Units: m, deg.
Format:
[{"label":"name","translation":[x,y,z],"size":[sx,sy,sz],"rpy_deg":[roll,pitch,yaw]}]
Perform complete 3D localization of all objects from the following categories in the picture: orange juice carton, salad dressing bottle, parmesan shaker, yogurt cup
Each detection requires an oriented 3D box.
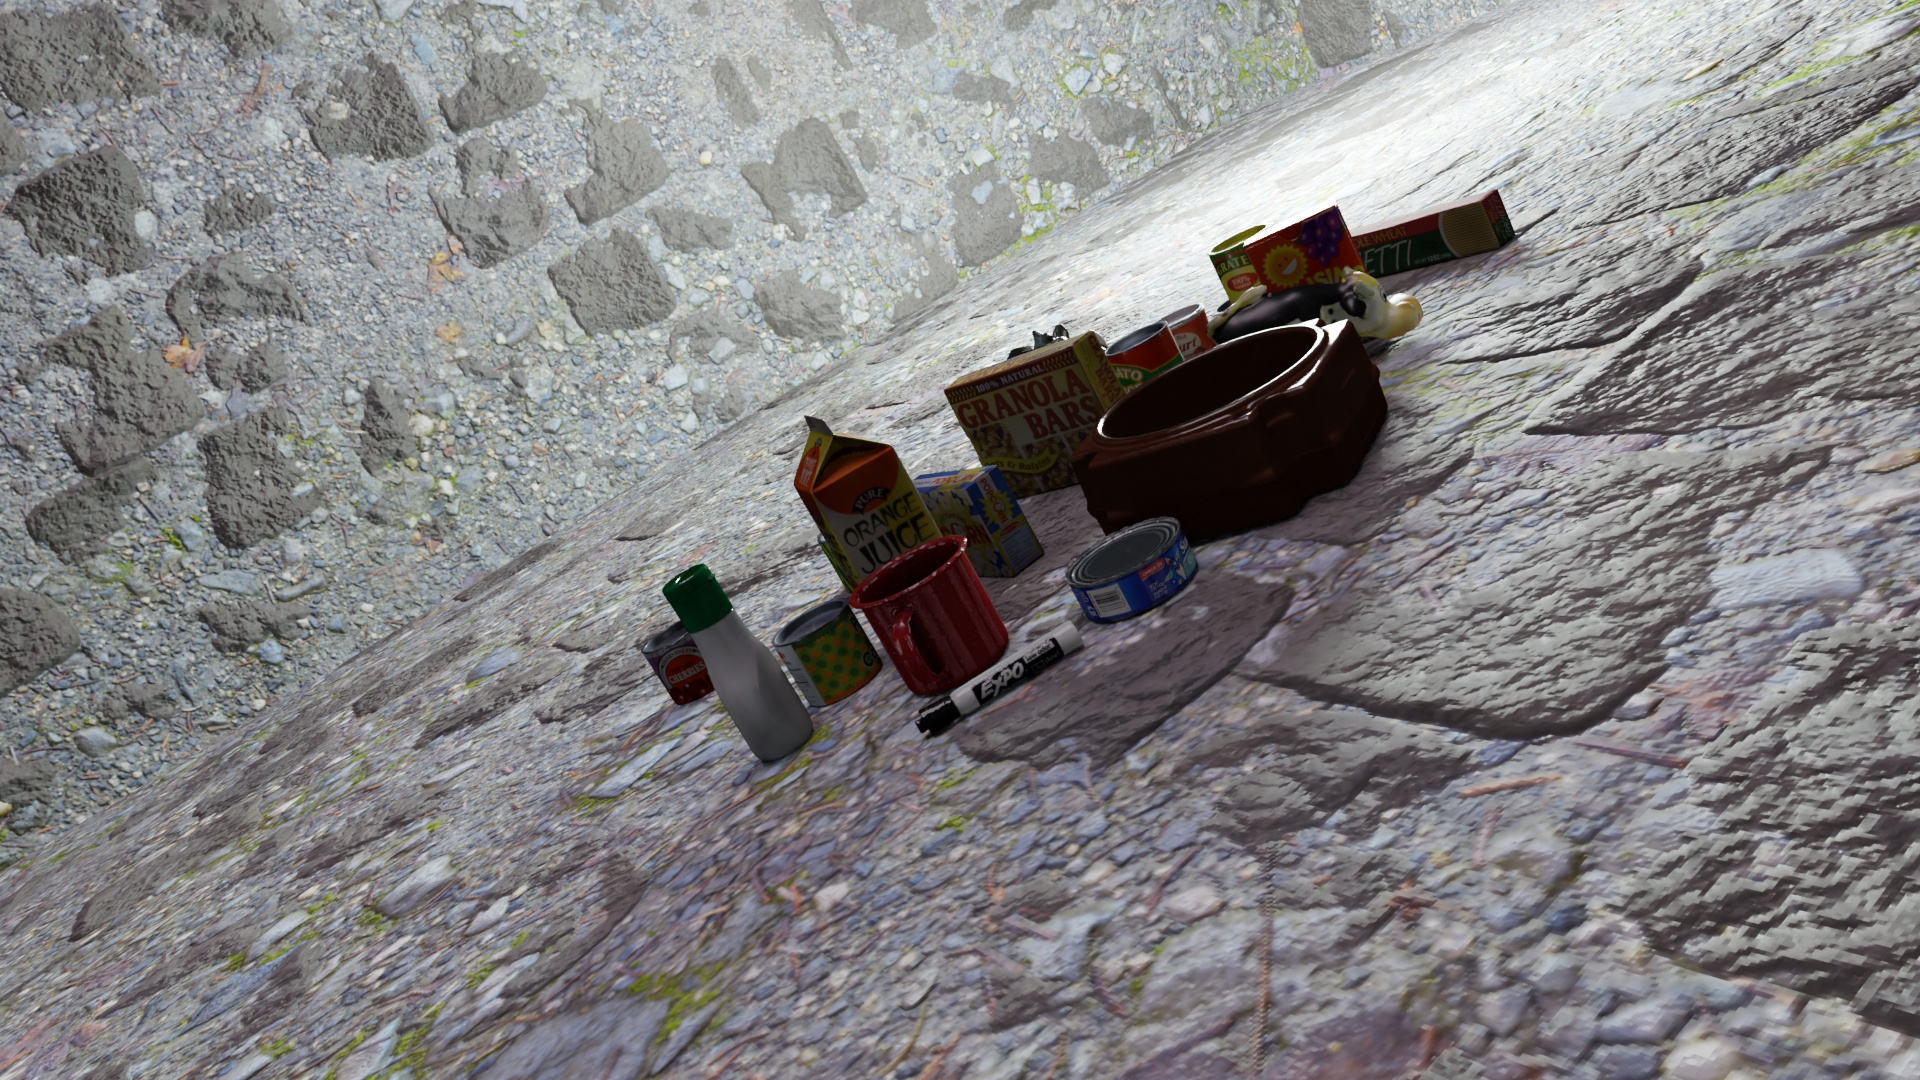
[{"label":"orange juice carton","translation":[-0.065,-0.012,1.061],"size":[0.073,0.192,0.072],"rpy_deg":[-32,15,-11]},{"label":"salad dressing bottle","translation":[-0.160,0.087,0.995],"size":[0.044,0.147,0.064],"rpy_deg":[-25,15,15]},{"label":"parmesan shaker","translation":[0.299,-0.255,1.381],"size":[0.071,0.103,0.071],"rpy_deg":[-27,15,8]},{"label":"yogurt cup","translation":[0.231,-0.208,1.441],"size":[0.072,0.054,0.072],"rpy_deg":[-27,15,8]}]

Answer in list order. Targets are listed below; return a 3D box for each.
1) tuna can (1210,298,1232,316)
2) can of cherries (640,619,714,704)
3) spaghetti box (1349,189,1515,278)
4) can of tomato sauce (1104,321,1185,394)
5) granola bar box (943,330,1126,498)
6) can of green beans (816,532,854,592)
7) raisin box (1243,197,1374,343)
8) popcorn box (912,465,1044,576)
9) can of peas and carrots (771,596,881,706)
[{"label":"tuna can","translation":[0.301,-0.240,1.464],"size":[0.071,0.032,0.071],"rpy_deg":[-27,15,8]},{"label":"can of cherries","translation":[-0.245,0.107,1.252],"size":[0.071,0.058,0.072],"rpy_deg":[-27,15,8]},{"label":"spaghetti box","translation":[0.427,-0.291,1.371],"size":[0.029,0.050,0.250],"rpy_deg":[-36,17,-26]},{"label":"can of tomato sauce","translation":[0.178,-0.151,1.295],"size":[0.071,0.083,0.071],"rpy_deg":[-27,15,8]},{"label":"granola bar box","translation":[0.076,-0.109,1.259],"size":[0.165,0.124,0.039],"rpy_deg":[-13,21,45]},{"label":"can of green beans","translation":[-0.092,0.008,1.305],"size":[0.071,0.057,0.071],"rpy_deg":[-27,15,8]},{"label":"raisin box","translation":[0.312,-0.224,1.215],"size":[0.086,0.123,0.040],"rpy_deg":[-23,16,21]},{"label":"popcorn box","translation":[0.004,-0.014,1.154],"size":[0.038,0.085,0.126],"rpy_deg":[-36,17,-26]},{"label":"can of peas and carrots","translation":[-0.100,0.084,1.066],"size":[0.071,0.058,0.071],"rpy_deg":[-27,15,8]}]
